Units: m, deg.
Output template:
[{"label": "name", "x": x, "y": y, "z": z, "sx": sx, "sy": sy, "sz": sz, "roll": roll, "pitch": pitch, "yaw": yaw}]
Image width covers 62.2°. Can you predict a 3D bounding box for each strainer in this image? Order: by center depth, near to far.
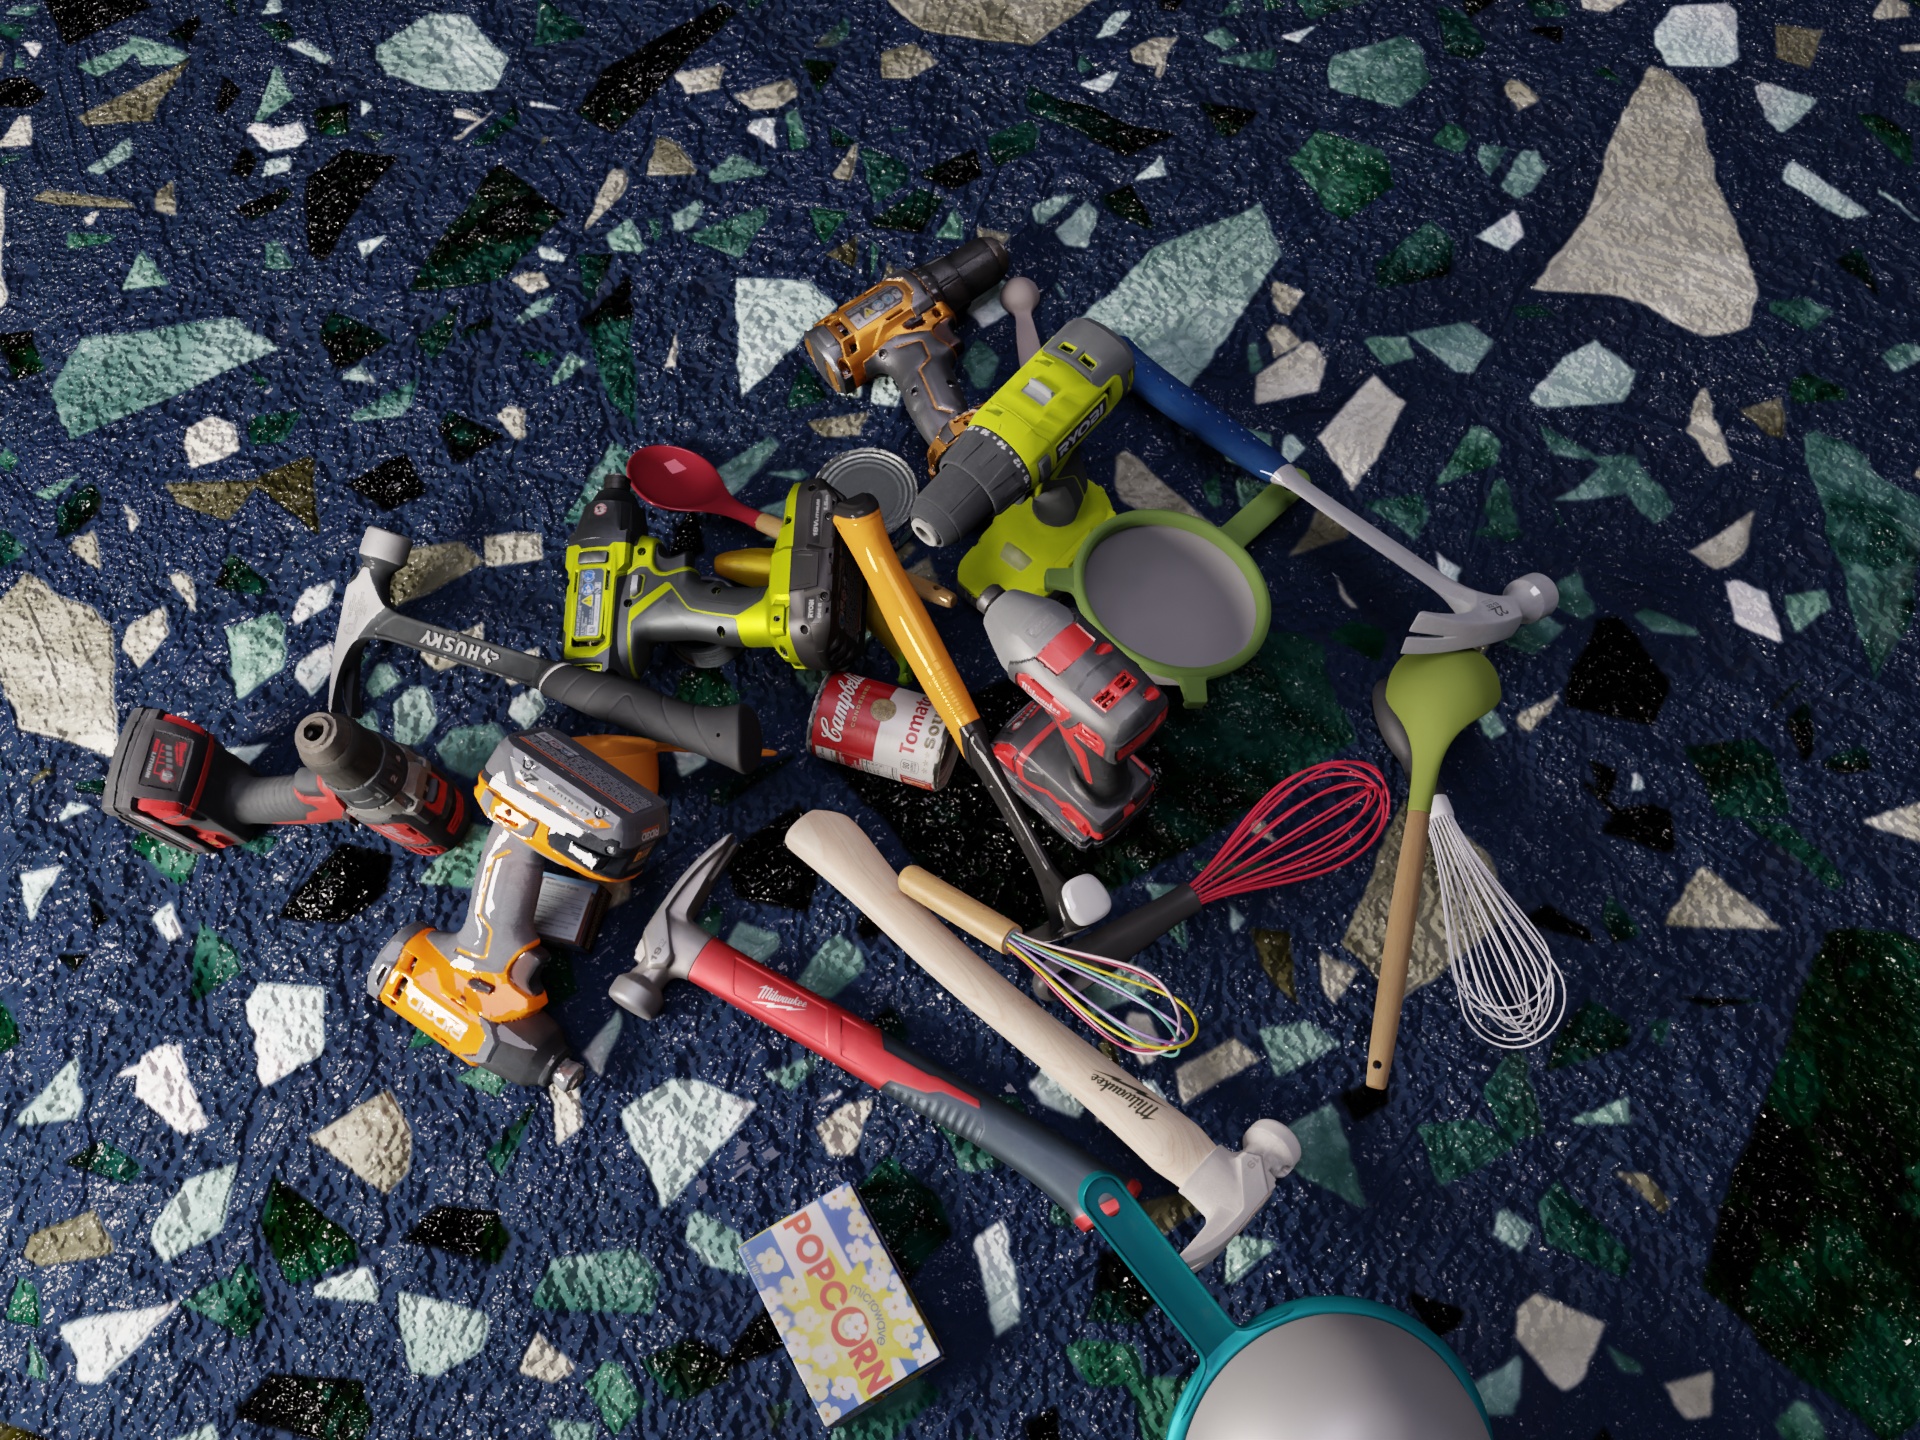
[{"label": "strainer", "x": 0.188, "y": 0.397, "z": 0.903, "sx": 0.211, "sy": 0.095, "sz": 0.340, "roll": -39, "pitch": 93, "yaw": -12}, {"label": "strainer", "x": 0.183, "y": -0.109, "z": 1.212, "sx": 0.151, "sy": 0.069, "sz": 0.256, "roll": 41, "pitch": 58, "yaw": 13}]

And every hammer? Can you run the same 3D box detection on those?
[{"label": "hammer", "x": 0.027, "y": 0.200, "z": 1.073, "sx": 0.411, "sy": 0.038, "sz": 0.146, "roll": 38, "pitch": 45, "yaw": 22}, {"label": "hammer", "x": -0.046, "y": 0.221, "z": 1.094, "sx": 0.386, "sy": 0.038, "sz": 0.143, "roll": 26, "pitch": 70, "yaw": 15}, {"label": "hammer", "x": -0.002, "y": -0.003, "z": 1.094, "sx": 0.034, "sy": 0.127, "sz": 0.337, "roll": -25, "pitch": 82, "yaw": -18}, {"label": "hammer", "x": -0.310, "y": -0.030, "z": 1.151, "sx": 0.409, "sy": 0.036, "sz": 0.149, "roll": 17, "pitch": 88, "yaw": 28}, {"label": "hammer", "x": 0.247, "y": -0.180, "z": 1.198, "sx": 0.144, "sy": 0.035, "sz": 0.406, "roll": -21, "pitch": 51, "yaw": -37}]

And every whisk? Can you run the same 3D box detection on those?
[{"label": "whisk", "x": 0.053, "y": 0.153, "z": 1.041, "sx": 0.245, "sy": 0.051, "sz": 0.047, "roll": 27, "pitch": 66, "yaw": 36}, {"label": "whisk", "x": 0.175, "y": 0.111, "z": 1.096, "sx": 0.296, "sy": 0.073, "sz": 0.073, "roll": -29, "pitch": 68, "yaw": -14}, {"label": "whisk", "x": 0.343, "y": 0.092, "z": 1.112, "sx": 0.070, "sy": 0.070, "sz": 0.285, "roll": -14, "pitch": 61, "yaw": -2}]

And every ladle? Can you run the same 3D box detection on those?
[{"label": "ladle", "x": 0.309, "y": 0.092, "z": 1.078, "sx": 0.078, "sy": 0.062, "sz": 0.320, "roll": 6, "pitch": 71, "yaw": 26}, {"label": "ladle", "x": -0.134, "y": -0.148, "z": 1.237, "sx": 0.316, "sy": 0.031, "sz": 0.069, "roll": 25, "pitch": 51, "yaw": 25}]

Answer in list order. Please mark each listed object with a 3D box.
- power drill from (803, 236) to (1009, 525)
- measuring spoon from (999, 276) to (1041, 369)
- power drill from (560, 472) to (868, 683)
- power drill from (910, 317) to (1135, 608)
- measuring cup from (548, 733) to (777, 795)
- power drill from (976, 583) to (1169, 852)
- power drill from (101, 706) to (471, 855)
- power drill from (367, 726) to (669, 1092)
[{"label": "power drill", "x": 0.005, "y": -0.286, "z": 1.286, "sx": 0.185, "sy": 0.084, "sz": 0.226, "roll": -35, "pitch": 64, "yaw": -9}, {"label": "measuring spoon", "x": 0.056, "y": -0.322, "z": 1.330, "sx": 0.034, "sy": 0.018, "sz": 0.124, "roll": -9, "pitch": 67, "yaw": 1}, {"label": "power drill", "x": -0.186, "y": -0.108, "z": 1.178, "sx": 0.223, "sy": 0.080, "sz": 0.171, "roll": -2, "pitch": 76, "yaw": 15}, {"label": "power drill", "x": 0.044, "y": -0.158, "z": 1.145, "sx": 0.080, "sy": 0.228, "sz": 0.190, "roll": 38, "pitch": 75, "yaw": 18}, {"label": "measuring cup", "x": -0.222, "y": 0.044, "z": 1.166, "sx": 0.173, "sy": 0.095, "sz": 0.052, "roll": 1, "pitch": 100, "yaw": -8}, {"label": "power drill", "x": 0.071, "y": -0.005, "z": 1.082, "sx": 0.078, "sy": 0.219, "sz": 0.143, "roll": -43, "pitch": 70, "yaw": -13}, {"label": "power drill", "x": -0.484, "y": 0.040, "z": 1.129, "sx": 0.227, "sy": 0.187, "sz": 0.080, "roll": 2, "pitch": 68, "yaw": 10}, {"label": "power drill", "x": -0.291, "y": 0.138, "z": 1.087, "sx": 0.164, "sy": 0.084, "sz": 0.226, "roll": 33, "pitch": 103, "yaw": 9}]
